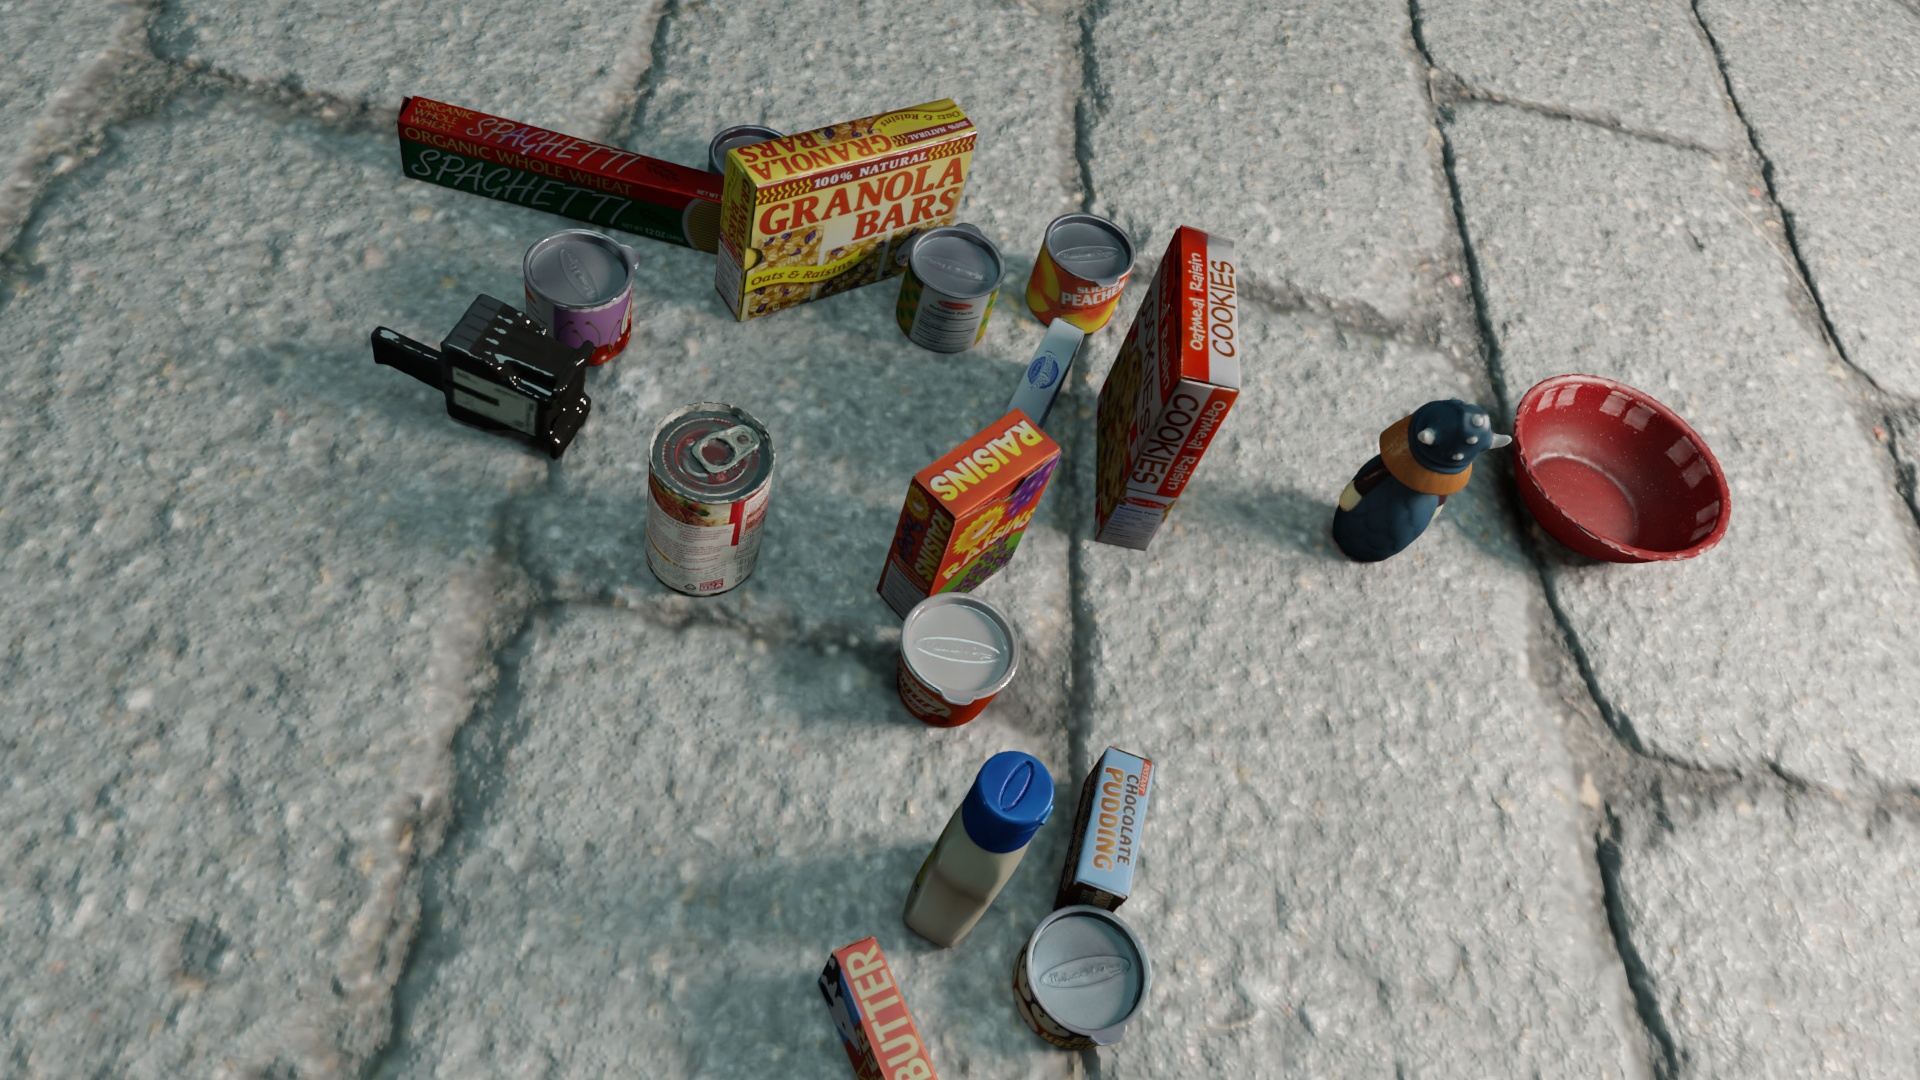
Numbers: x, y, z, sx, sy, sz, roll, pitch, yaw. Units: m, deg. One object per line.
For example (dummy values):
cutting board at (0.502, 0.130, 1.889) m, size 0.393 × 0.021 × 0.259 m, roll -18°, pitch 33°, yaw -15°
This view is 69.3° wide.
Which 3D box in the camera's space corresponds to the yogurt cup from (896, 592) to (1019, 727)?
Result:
yogurt cup at (-0.005, 0.071, 0.791) m, size 0.072 × 0.053 × 0.073 m, roll 7°, pitch 55°, yaw -10°

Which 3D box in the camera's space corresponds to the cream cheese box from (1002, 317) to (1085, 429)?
cream cheese box at (0.049, -0.094, 0.917) m, size 0.024 × 0.053 × 0.104 m, roll 25°, pitch 54°, yaw 3°

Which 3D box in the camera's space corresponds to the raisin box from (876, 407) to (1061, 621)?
raisin box at (0.003, -0.010, 0.805) m, size 0.086 × 0.122 × 0.040 m, roll -34°, pitch 71°, yaw -31°

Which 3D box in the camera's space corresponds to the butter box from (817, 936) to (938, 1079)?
butter box at (-0.035, 0.247, 0.664) m, size 0.024 × 0.052 × 0.104 m, roll -16°, pitch 62°, yaw -24°

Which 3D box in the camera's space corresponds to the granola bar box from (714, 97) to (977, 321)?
granola bar box at (-0.077, -0.220, 0.926) m, size 0.166 × 0.123 × 0.039 m, roll -22°, pitch 65°, yaw -26°

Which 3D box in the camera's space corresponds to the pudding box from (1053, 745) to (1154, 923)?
pudding box at (0.079, 0.161, 0.754) m, size 0.030 × 0.049 × 0.084 m, roll 20°, pitch 54°, yaw -1°

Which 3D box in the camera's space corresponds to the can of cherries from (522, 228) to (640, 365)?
can of cherries at (-0.239, -0.153, 0.879) m, size 0.071 × 0.058 × 0.072 m, roll 7°, pitch 55°, yaw -10°

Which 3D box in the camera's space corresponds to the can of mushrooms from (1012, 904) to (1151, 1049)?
can of mushrooms at (0.062, 0.227, 0.714) m, size 0.071 × 0.033 × 0.071 m, roll 7°, pitch 55°, yaw -10°

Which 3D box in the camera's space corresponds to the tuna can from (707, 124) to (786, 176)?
tuna can at (-0.146, -0.261, 0.993) m, size 0.071 × 0.032 × 0.071 m, roll 7°, pitch 55°, yaw -10°

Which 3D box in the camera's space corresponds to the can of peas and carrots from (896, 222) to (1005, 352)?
can of peas and carrots at (-0.007, -0.174, 0.953) m, size 0.071 × 0.058 × 0.071 m, roll 7°, pitch 55°, yaw -10°

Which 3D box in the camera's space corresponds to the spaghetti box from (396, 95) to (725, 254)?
spaghetti box at (-0.253, -0.244, 0.942) m, size 0.250 × 0.050 × 0.029 m, roll 13°, pitch 55°, yaw -6°

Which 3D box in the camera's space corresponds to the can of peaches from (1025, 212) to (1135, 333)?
can of peaches at (0.085, -0.187, 0.987) m, size 0.071 × 0.057 × 0.071 m, roll 7°, pitch 55°, yaw -10°

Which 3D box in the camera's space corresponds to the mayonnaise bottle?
mayonnaise bottle at (0.010, 0.149, 0.683) m, size 0.041 × 0.147 × 0.065 m, roll 30°, pitch 55°, yaw 6°

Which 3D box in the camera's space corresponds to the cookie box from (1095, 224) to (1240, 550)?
cookie box at (0.125, -0.091, 0.865) m, size 0.040 × 0.166 × 0.123 m, roll 11°, pitch 55°, yaw -7°
